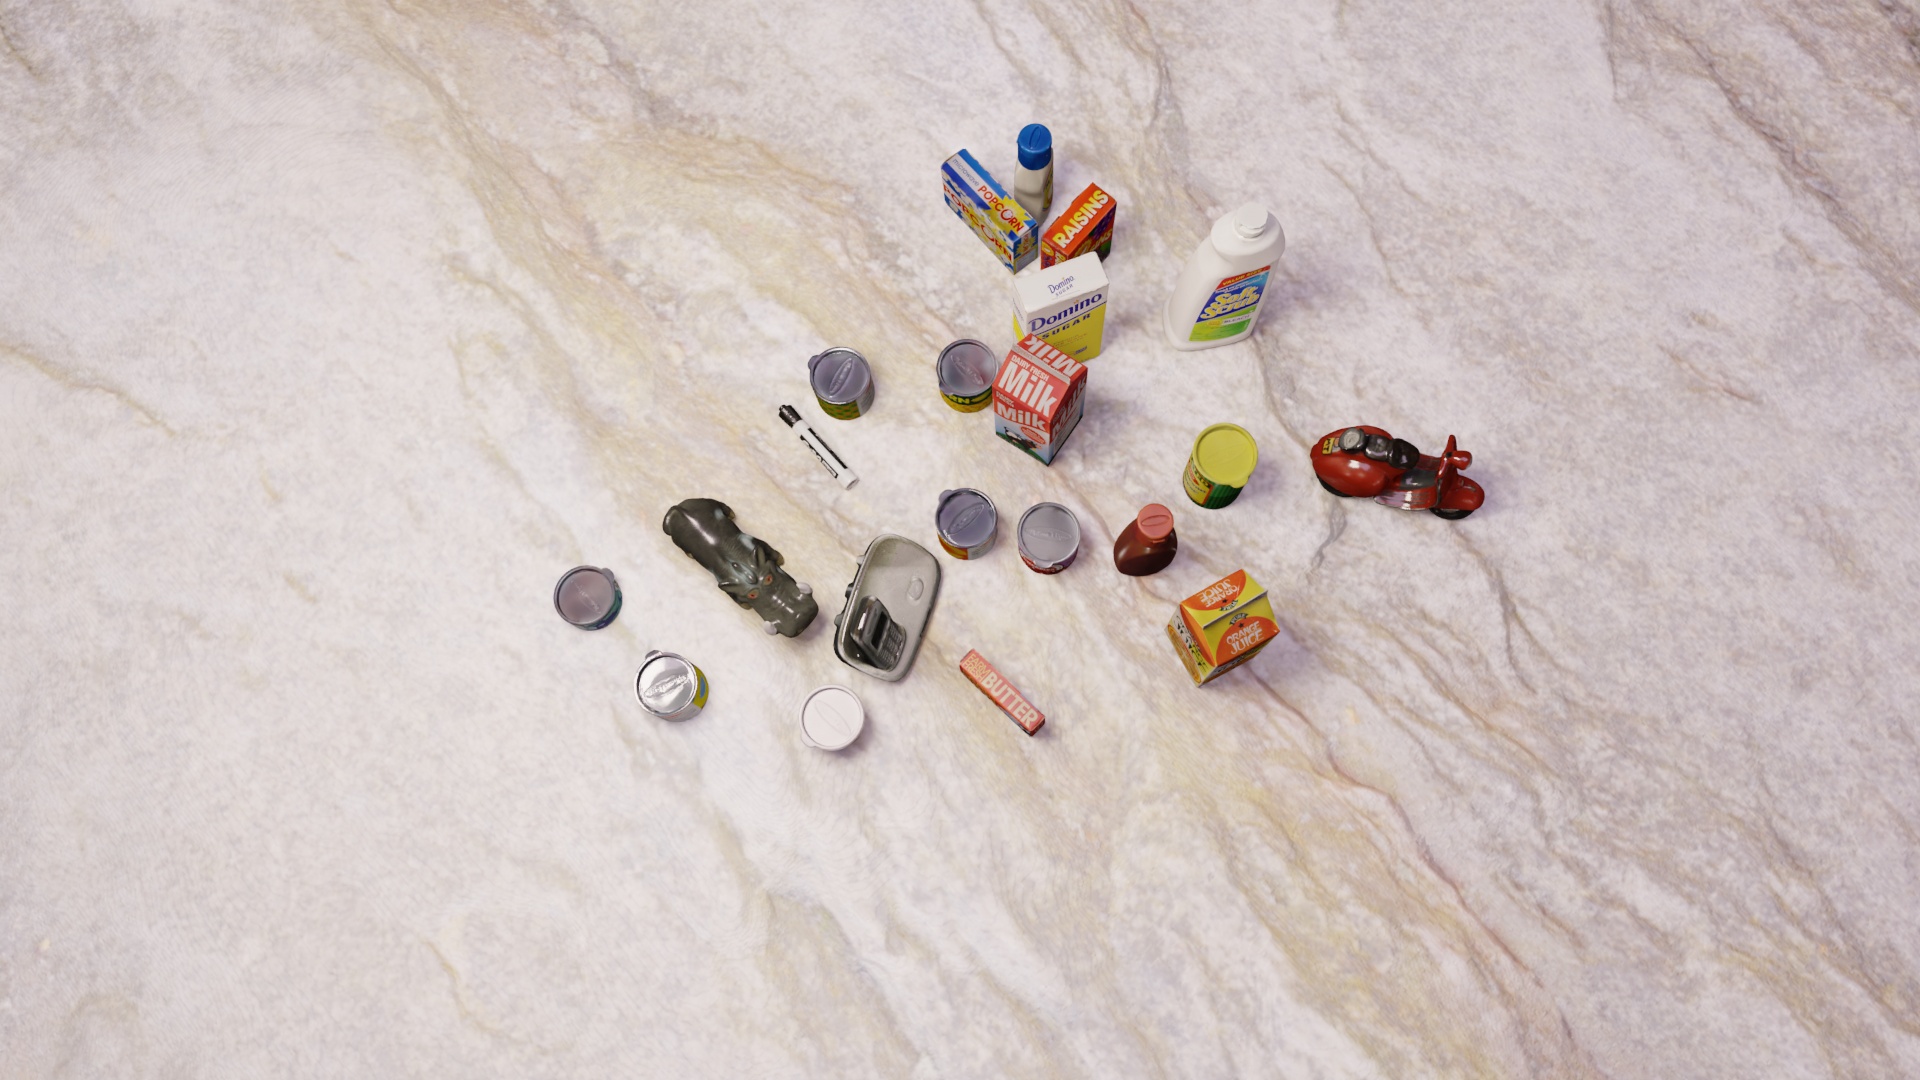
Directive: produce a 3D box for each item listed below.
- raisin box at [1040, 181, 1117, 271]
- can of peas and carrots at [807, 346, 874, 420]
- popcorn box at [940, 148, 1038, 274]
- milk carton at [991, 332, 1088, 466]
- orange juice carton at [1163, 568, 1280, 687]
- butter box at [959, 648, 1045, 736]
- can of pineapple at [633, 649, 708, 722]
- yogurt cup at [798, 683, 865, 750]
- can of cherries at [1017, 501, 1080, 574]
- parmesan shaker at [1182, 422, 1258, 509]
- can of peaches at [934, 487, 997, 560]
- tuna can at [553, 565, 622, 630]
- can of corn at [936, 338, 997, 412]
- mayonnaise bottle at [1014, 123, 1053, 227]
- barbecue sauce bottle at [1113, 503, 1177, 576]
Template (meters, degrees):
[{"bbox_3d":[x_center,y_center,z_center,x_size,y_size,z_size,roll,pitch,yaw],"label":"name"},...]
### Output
[{"bbox_3d":[0.127,-0.323,1.517,0.040,0.123,0.086,40,80,11],"label":"raisin box"},{"bbox_3d":[-0.131,-0.172,1.520,0.071,0.058,0.071,-1,75,2],"label":"can of peas and carrots"},{"bbox_3d":[0.032,-0.367,1.552,0.038,0.085,0.127,-40,77,-8],"label":"popcorn box"},{"bbox_3d":[0.082,-0.150,1.438,0.072,0.190,0.073,33,79,10],"label":"milk carton"},{"bbox_3d":[0.257,0.085,1.368,0.072,0.192,0.073,-27,76,-5],"label":"orange juice carton"},{"bbox_3d":[0.043,0.157,1.429,0.103,0.053,0.024,43,81,12],"label":"butter box"},{"bbox_3d":[-0.299,0.151,1.440,0.071,0.057,0.071,-1,75,2],"label":"can of pineapple"},{"bbox_3d":[-0.130,0.184,1.428,0.072,0.054,0.072,0,75,2],"label":"yogurt cup"},{"bbox_3d":[0.092,0.001,1.466,0.071,0.058,0.071,-1,75,2],"label":"can of cherries"},{"bbox_3d":[0.271,-0.074,1.456,0.071,0.103,0.071,-1,76,2],"label":"parmesan shaker"},{"bbox_3d":[0.005,-0.018,1.474,0.071,0.058,0.071,-1,75,2],"label":"can of peaches"},{"bbox_3d":[-0.395,0.060,1.481,0.071,0.032,0.071,0,75,2],"label":"tuna can"},{"bbox_3d":[0.006,-0.177,1.516,0.071,0.058,0.071,-1,75,2],"label":"can of corn"},{"bbox_3d":[0.081,-0.404,1.527,0.041,0.147,0.065,16,77,6],"label":"mayonnaise bottle"},{"bbox_3d":[0.192,-0.001,1.416,0.065,0.148,0.044,-10,76,0],"label":"barbecue sauce bottle"}]
